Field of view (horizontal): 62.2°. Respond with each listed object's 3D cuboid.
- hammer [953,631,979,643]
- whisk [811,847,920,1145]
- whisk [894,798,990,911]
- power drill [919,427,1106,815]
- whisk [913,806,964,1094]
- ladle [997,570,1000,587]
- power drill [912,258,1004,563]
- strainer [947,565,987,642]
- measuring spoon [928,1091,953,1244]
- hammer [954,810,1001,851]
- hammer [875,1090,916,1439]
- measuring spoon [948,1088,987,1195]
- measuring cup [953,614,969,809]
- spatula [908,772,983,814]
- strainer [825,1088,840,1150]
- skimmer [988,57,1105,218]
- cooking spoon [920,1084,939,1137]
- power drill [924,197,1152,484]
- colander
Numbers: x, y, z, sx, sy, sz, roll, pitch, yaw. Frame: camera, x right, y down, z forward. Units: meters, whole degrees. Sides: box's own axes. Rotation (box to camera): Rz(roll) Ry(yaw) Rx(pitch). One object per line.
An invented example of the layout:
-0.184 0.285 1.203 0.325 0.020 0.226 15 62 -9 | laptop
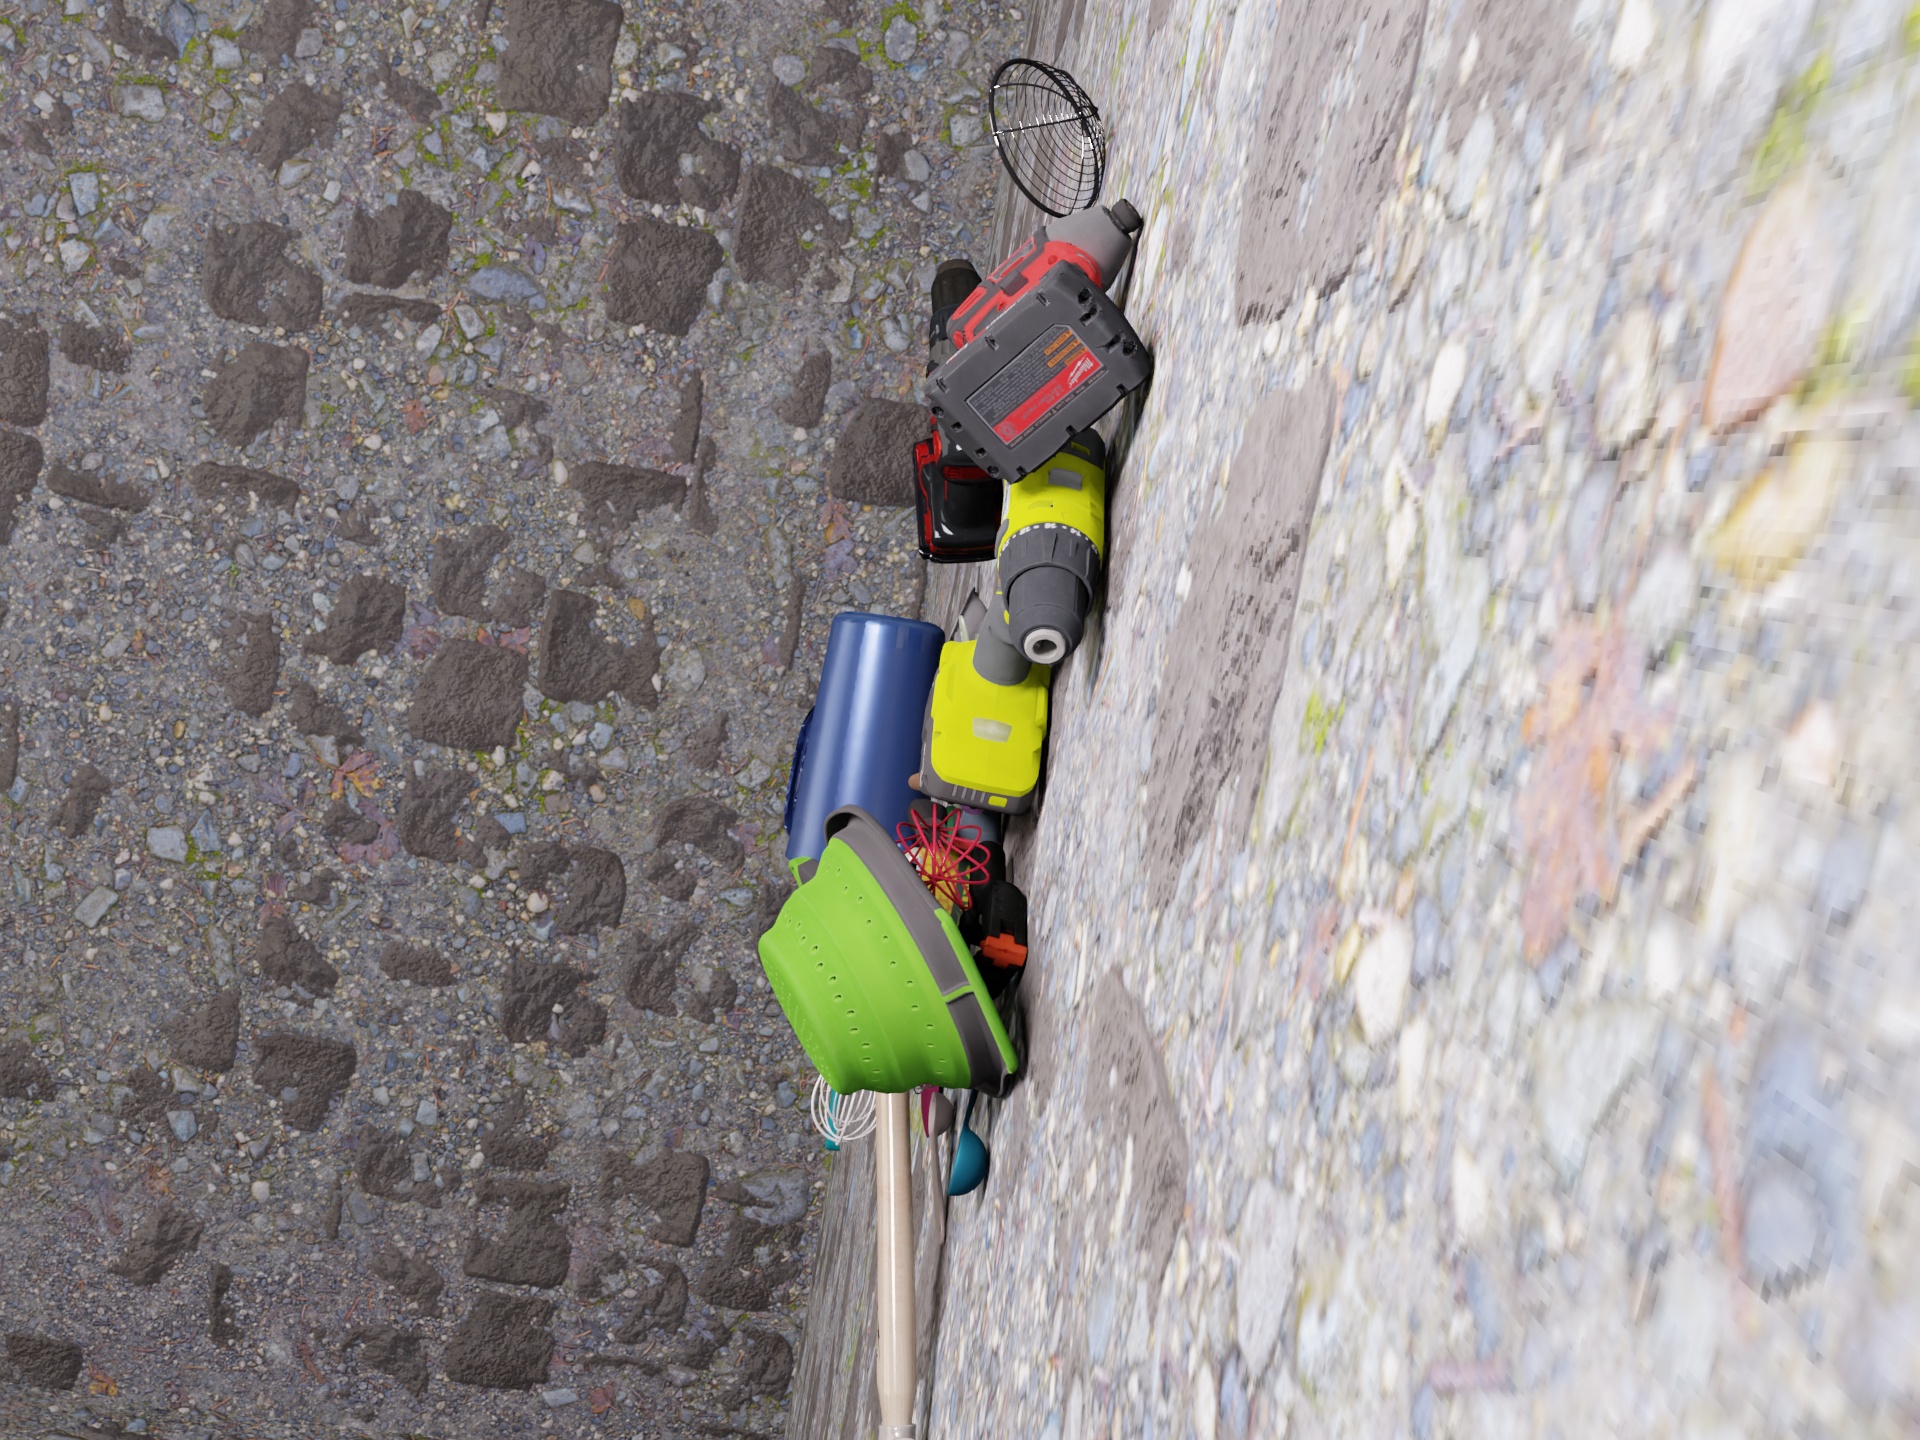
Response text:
-0.006 0.017 1.542 0.359 0.036 0.149 119 156 -82 | hammer
-0.065 0.219 1.278 0.059 0.058 0.246 122 165 -71 | whisk
-0.020 0.083 1.121 0.296 0.073 0.073 -122 41 -85 | whisk
0.035 -0.048 0.984 0.191 0.080 0.228 -84 8 -46 | power drill
-0.009 0.161 1.280 0.070 0.070 0.285 107 176 -60 | whisk
0.040 -0.122 1.402 0.316 0.031 0.069 -83 3 -53 | ladle
0.001 -0.248 1.316 0.226 0.080 0.188 94 171 -70 | power drill
-0.027 -0.033 1.593 0.258 0.050 0.087 -59 -5 -3 | strainer
-0.012 0.337 1.200 0.124 0.018 0.034 -95 13 -45 | measuring spoon
0.046 -0.090 1.175 0.143 0.038 0.386 -135 54 -83 | hammer
-0.049 0.329 1.140 0.146 0.038 0.411 107 163 -66 | hammer
0.014 0.255 1.031 0.129 0.021 0.042 -71 -7 -56 | measuring spoon
-0.002 -0.004 1.273 0.083 0.038 0.167 -119 18 -63 | measuring cup
-0.013 0.044 1.227 0.316 0.018 0.060 160 103 -80 | spatula
-0.082 0.289 1.677 0.210 0.095 0.341 101 174 -57 | strainer
0.052 -0.352 1.323 0.127 0.090 0.363 -38 -33 -45 | skimmer
-0.029 0.280 1.479 0.319 0.017 0.068 -94 15 -70 | cooking spoon
0.052 -0.241 0.957 0.143 0.078 0.220 -37 21 23 | power drill
-0.088 0.155 1.056 0.204 0.094 0.397 66 164 -13 | colander
